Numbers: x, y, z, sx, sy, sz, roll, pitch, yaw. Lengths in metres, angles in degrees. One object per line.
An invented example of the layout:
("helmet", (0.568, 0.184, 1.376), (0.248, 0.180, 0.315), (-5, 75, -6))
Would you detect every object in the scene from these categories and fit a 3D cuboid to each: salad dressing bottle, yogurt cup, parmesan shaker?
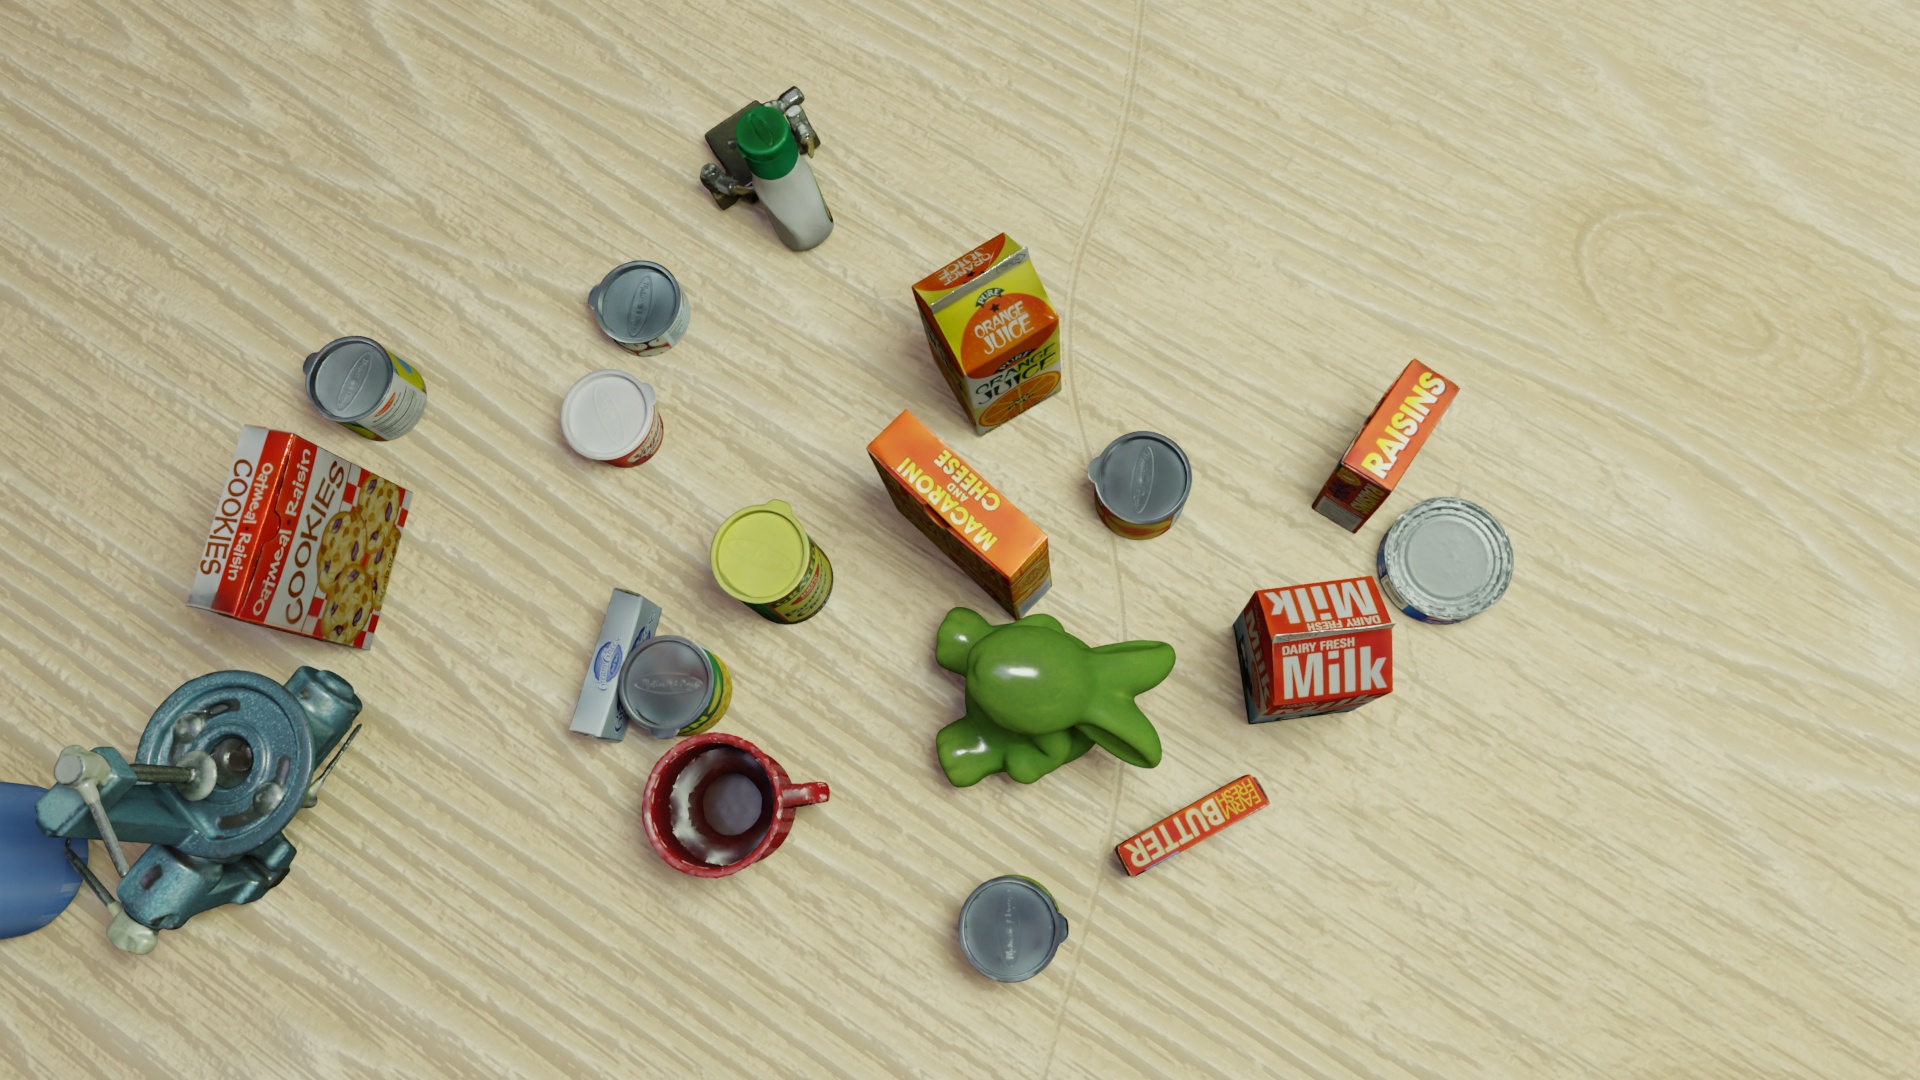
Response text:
("salad dressing bottle", (-0.127, -0.258, 0.996), (0.044, 0.147, 0.064), (-33, 78, -3))
("yogurt cup", (-0.251, -0.086, 1.016), (0.072, 0.054, 0.072), (-1, 78, 4))
("parmesan shaker", (-0.126, 0.017, 0.958), (0.071, 0.103, 0.071), (-1, 78, 5))

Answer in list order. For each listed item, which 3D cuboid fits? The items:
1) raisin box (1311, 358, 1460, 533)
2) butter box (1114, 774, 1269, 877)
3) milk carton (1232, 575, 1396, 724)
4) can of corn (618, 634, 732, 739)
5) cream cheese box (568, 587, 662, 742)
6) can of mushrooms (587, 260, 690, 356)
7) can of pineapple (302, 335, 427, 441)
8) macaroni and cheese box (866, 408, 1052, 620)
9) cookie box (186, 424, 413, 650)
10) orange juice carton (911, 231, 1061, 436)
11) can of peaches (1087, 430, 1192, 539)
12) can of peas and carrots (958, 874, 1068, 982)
("raisin box", (0.282, -0.061, 0.932), (0.040, 0.123, 0.086), (35, 83, 11))
("butter box", (0.152, 0.190, 0.923), (0.103, 0.053, 0.024), (-28, 77, -2))
("milk carton", (0.220, 0.070, 0.874), (0.072, 0.190, 0.073), (-7, 78, 3))
("can of corn", (-0.197, 0.105, 0.968), (0.071, 0.058, 0.071), (-1, 78, 4))
("cream cheese box", (-0.241, 0.089, 0.977), (0.024, 0.053, 0.104), (14, 79, 7))
("can of mushrooms", (-0.241, -0.175, 1.045), (0.071, 0.033, 0.071), (-1, 78, 4))
("can of pineapple", (-0.443, -0.113, 1.036), (0.071, 0.057, 0.071), (-1, 78, 4))
("macaroni and cheese box", (0.003, -0.012, 0.922), (0.124, 0.166, 0.040), (43, 85, 12))
("cookie box", (-0.446, 0.003, 0.954), (0.040, 0.167, 0.123), (10, 79, 7))
("orange juice carton", (0.019, -0.141, 0.936), (0.072, 0.192, 0.073), (-30, 77, -2))
("can of peaches", (0.124, -0.038, 0.973), (0.071, 0.058, 0.071), (-1, 78, 4))
("can of peas and carrots", (0.036, 0.254, 0.916), (0.071, 0.058, 0.071), (-1, 78, 4))
